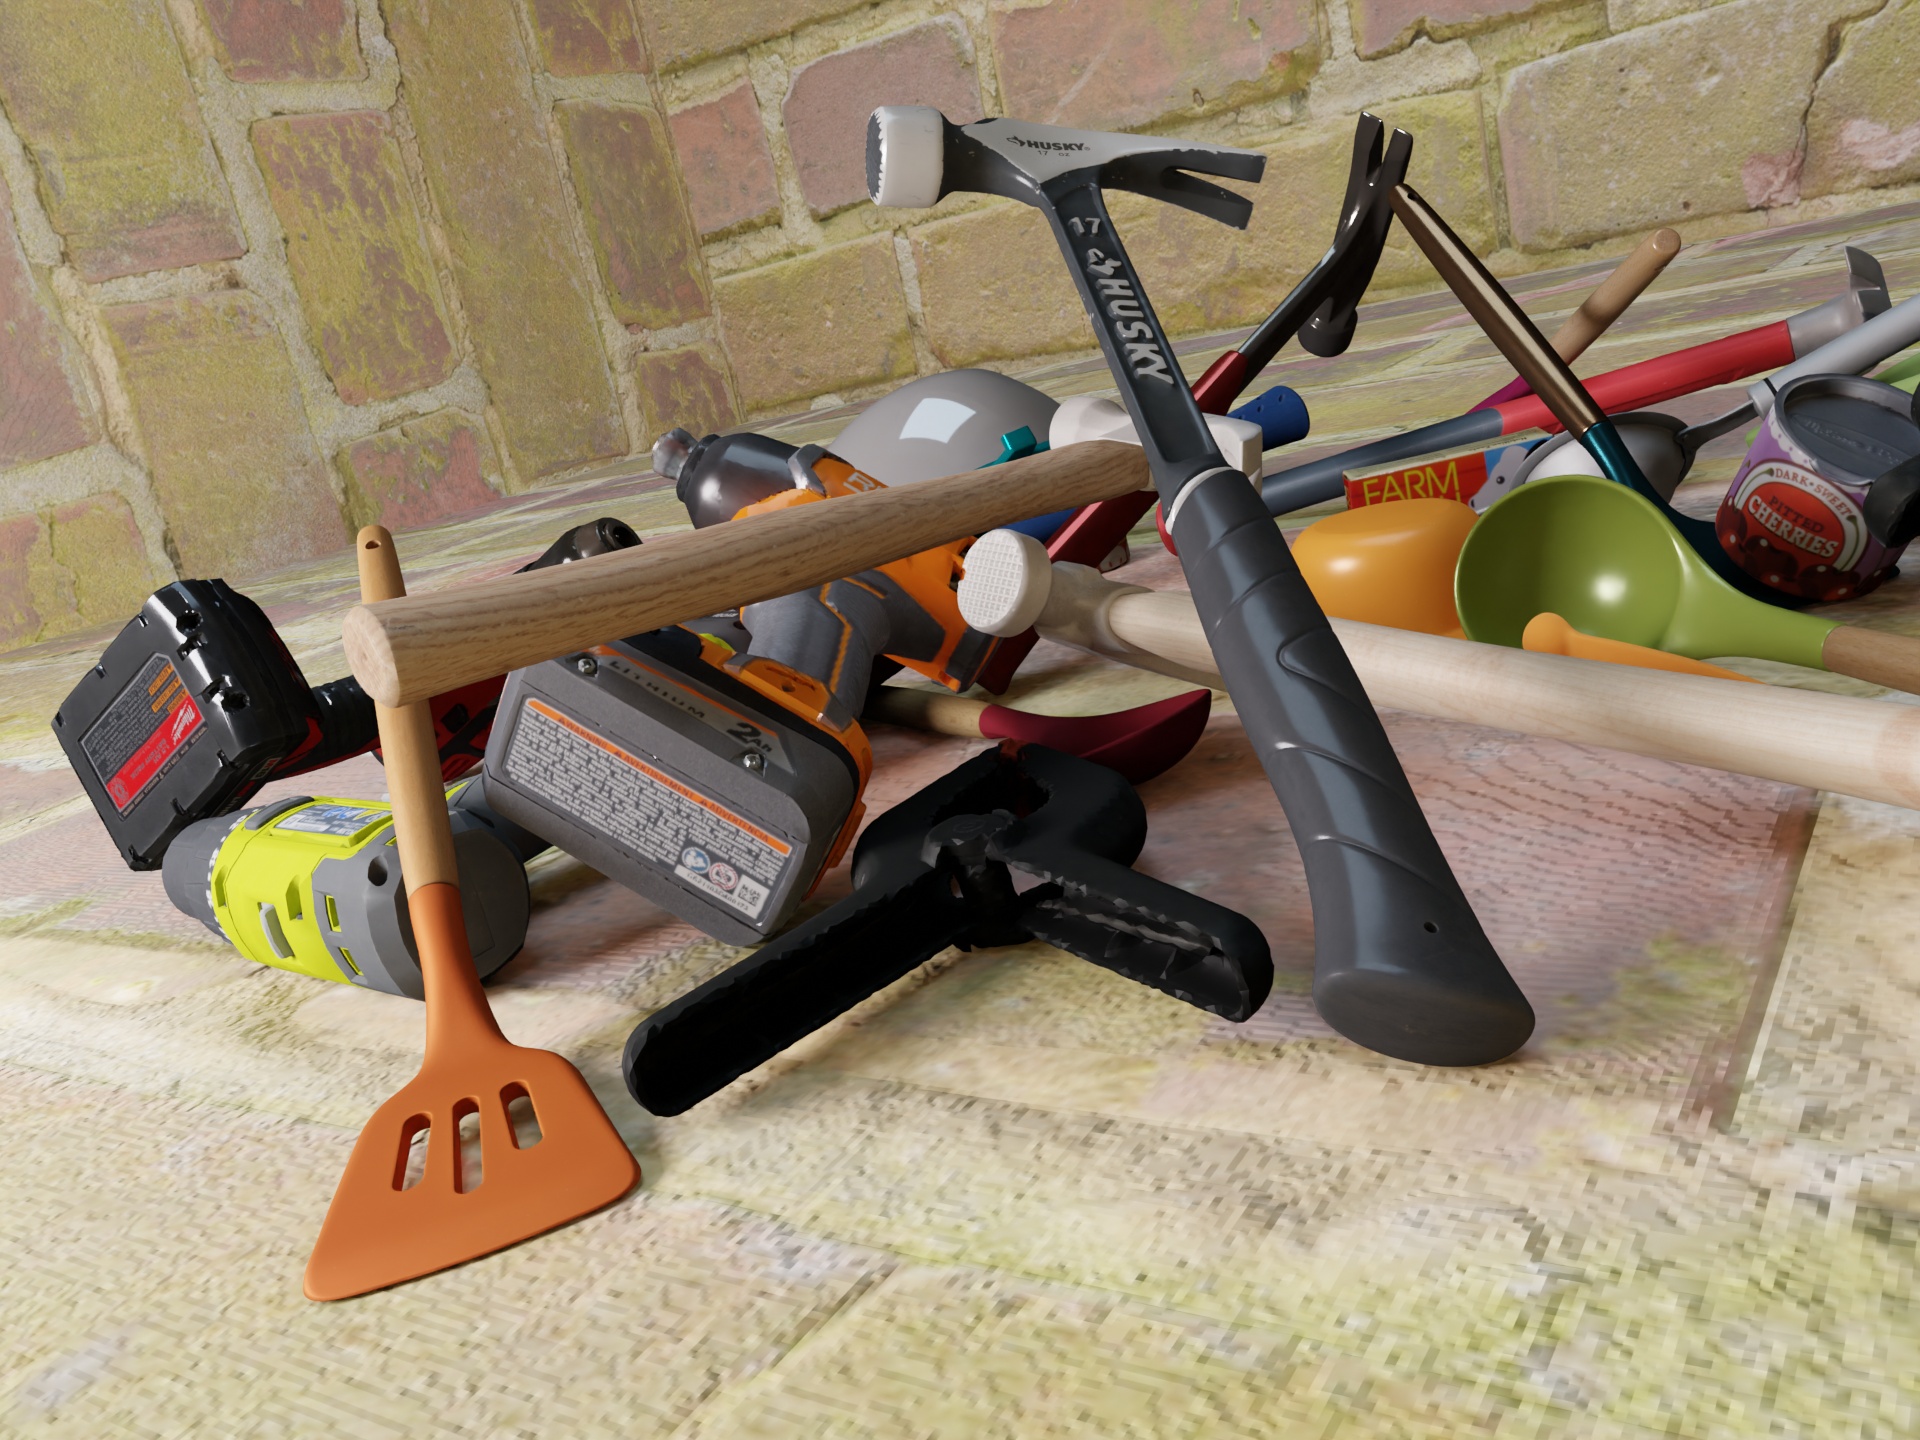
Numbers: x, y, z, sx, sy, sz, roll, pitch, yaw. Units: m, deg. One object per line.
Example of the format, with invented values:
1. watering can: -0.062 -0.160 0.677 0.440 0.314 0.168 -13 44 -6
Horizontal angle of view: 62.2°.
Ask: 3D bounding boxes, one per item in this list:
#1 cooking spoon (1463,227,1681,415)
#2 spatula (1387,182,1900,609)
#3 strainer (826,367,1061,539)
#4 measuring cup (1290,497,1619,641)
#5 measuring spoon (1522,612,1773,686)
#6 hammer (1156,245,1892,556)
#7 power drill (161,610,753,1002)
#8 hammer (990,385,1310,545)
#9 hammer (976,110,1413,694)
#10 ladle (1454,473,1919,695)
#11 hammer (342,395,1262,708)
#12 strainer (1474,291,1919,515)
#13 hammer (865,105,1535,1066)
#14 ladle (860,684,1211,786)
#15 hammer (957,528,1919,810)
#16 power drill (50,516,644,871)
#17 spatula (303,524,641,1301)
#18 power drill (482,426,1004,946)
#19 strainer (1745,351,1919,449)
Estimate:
1. cooking spoon: 0.318 -0.195 0.847 0.069 0.017 0.319 -12 -5 3
2. spatula: 0.274 -0.153 0.707 0.082 0.044 0.318 -15 55 -13
3. strainer: 0.008 -0.170 1.054 0.211 0.095 0.340 -28 -2 26
4. measuring cup: 0.204 -0.060 0.660 0.095 0.052 0.174 -19 14 -18
5. measuring spoon: 0.221 -0.010 0.498 0.011 0.021 0.117 -20 29 -24
6. hammer: 0.280 -0.157 0.852 0.386 0.038 0.143 -14 -7 28
7. power drill: -0.188 0.029 0.639 0.191 0.080 0.228 1 24 40
8. hammer: 0.010 -0.094 0.877 0.405 0.035 0.144 -25 13 -13
9. hammer: 0.112 -0.149 0.794 0.037 0.149 0.359 34 65 18
10. ladle: 0.268 -0.017 0.457 0.062 0.078 0.320 9 10 -26
11. hammer: -0.029 -0.061 0.514 0.331 0.031 0.130 -20 25 -34
12. strainer: 0.358 -0.140 0.722 0.258 0.086 0.050 -31 51 25
13. hammer: 0.073 -0.077 0.478 0.149 0.036 0.409 -2 46 -13
14. ladle: -0.001 -0.002 0.683 0.069 0.031 0.315 -25 17 -27
15. hammer: 0.179 -0.007 0.476 0.146 0.038 0.411 13 2 -40
16. power drill: -0.260 -0.023 0.724 0.188 0.080 0.226 -37 -9 27
17. spatula: -0.167 0.031 0.490 0.081 0.041 0.323 -17 47 -12
18. power drill: -0.079 -0.035 0.589 0.164 0.084 0.227 30 35 2
19. strainer: 0.469 -0.142 0.744 0.151 0.069 0.256 -26 0 -12
